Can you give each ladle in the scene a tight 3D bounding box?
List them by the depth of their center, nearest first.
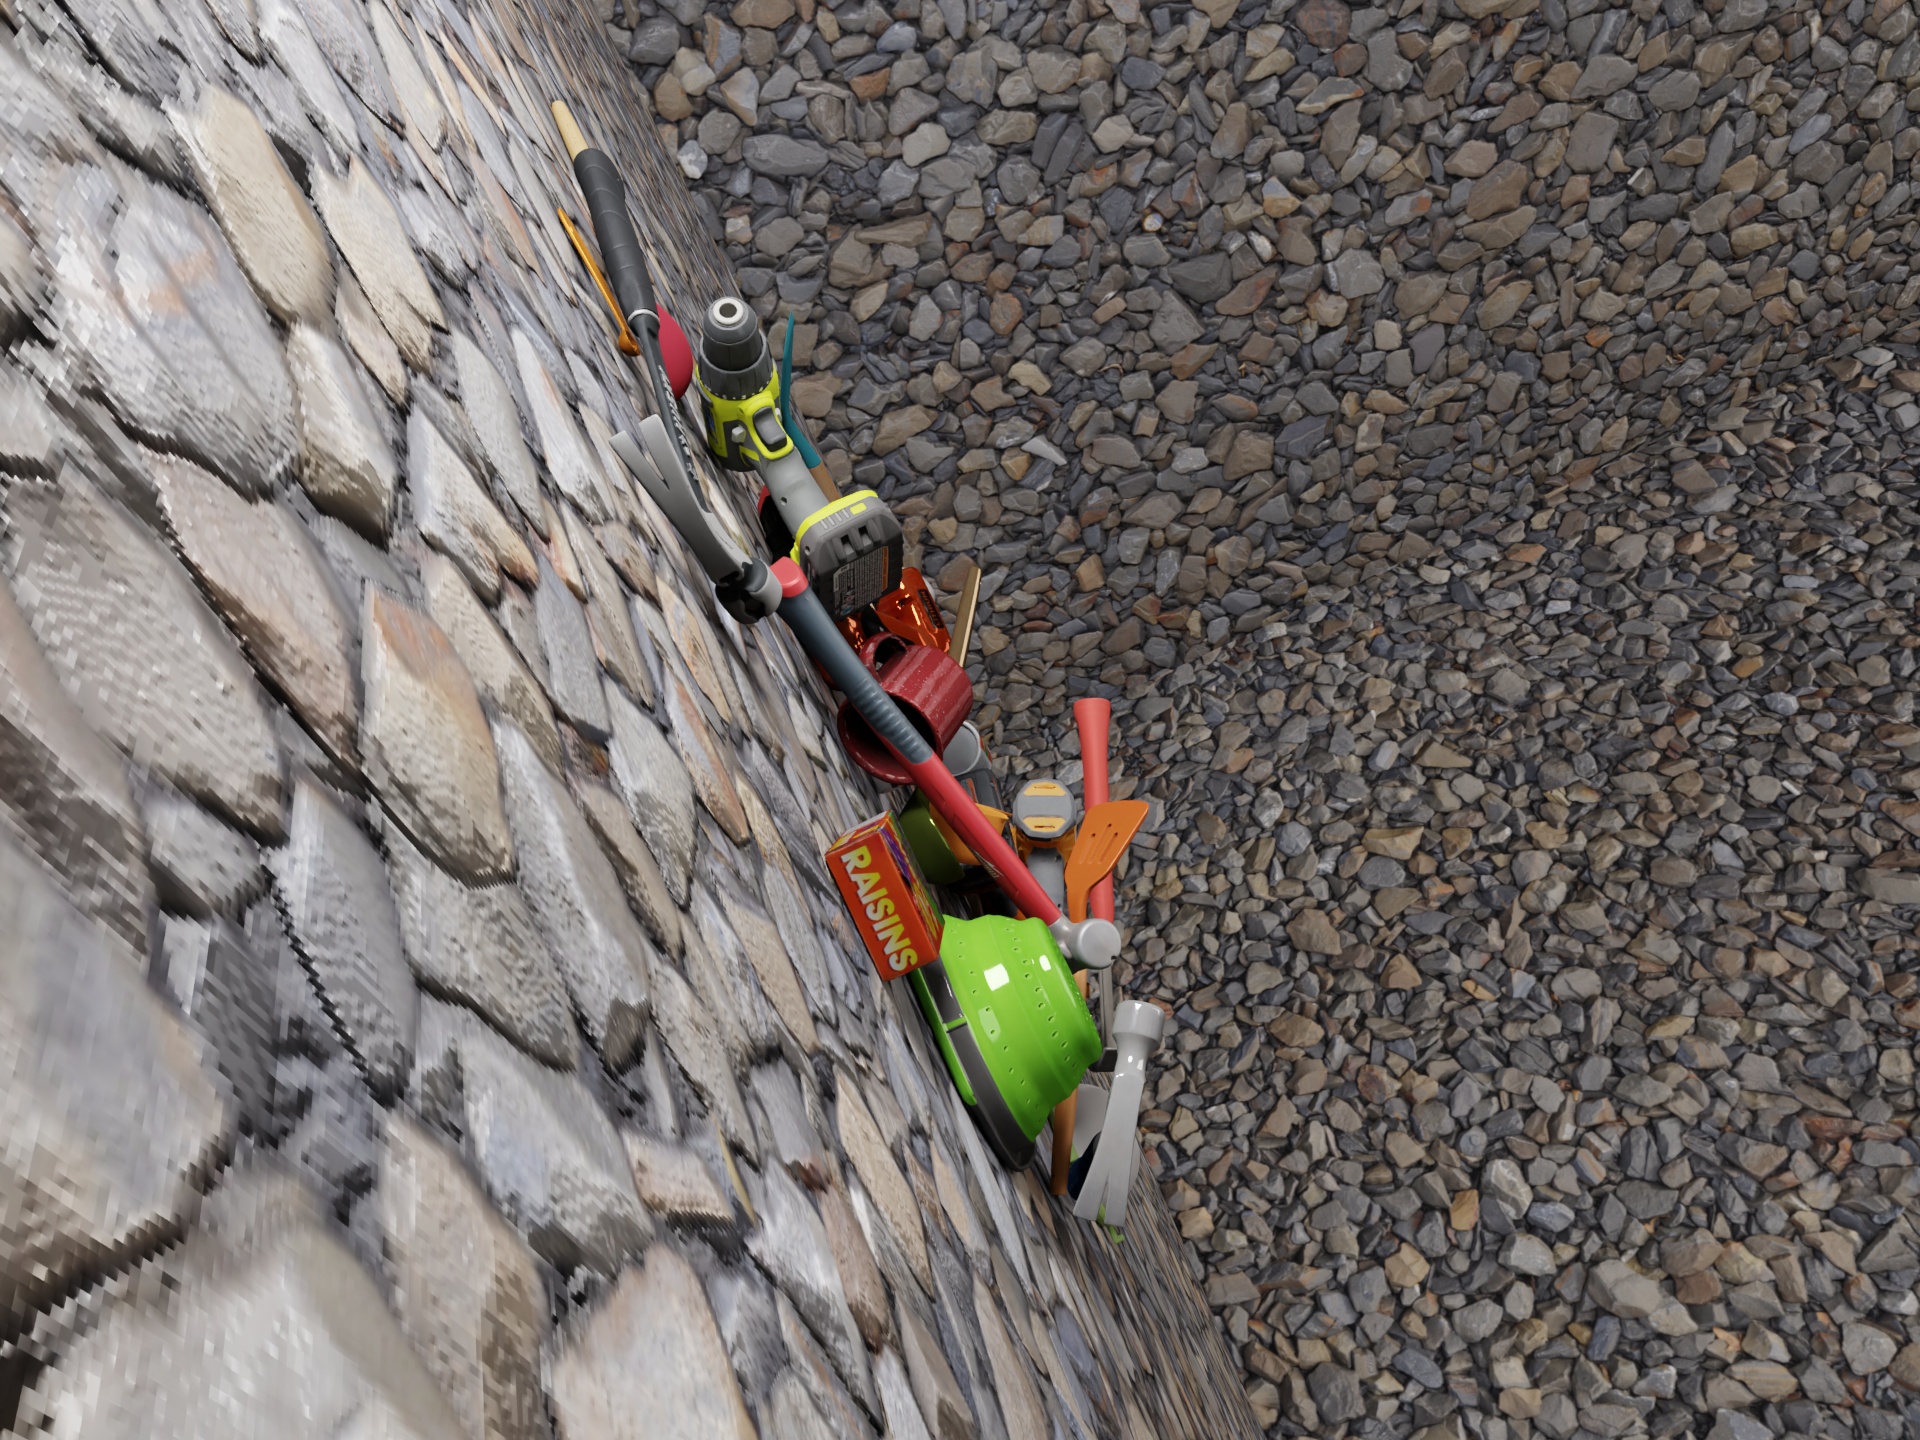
[{"bbox_3d":[-0.274,-0.386,1.277,0.069,0.031,0.316,67,-3,-68],"label":"ladle"},{"bbox_3d":[-0.002,-0.004,1.376,0.078,0.062,0.320,67,29,-53],"label":"ladle"}]

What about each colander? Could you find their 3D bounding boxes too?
[{"bbox_3d":[0.051,0.227,1.213,0.396,0.094,0.205,58,7,-74],"label":"colander"}]

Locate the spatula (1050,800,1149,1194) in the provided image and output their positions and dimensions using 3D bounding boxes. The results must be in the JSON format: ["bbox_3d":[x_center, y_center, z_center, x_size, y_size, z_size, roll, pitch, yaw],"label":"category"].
[{"bbox_3d":[0.102,0.222,1.301,0.081,0.041,0.323,-9,-109,56],"label":"spatula"}]

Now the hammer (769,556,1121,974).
[{"bbox_3d":[-0.031,0.041,1.217,0.386,0.038,0.143,52,-24,-8],"label":"hammer"}]

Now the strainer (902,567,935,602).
[{"bbox_3d":[-0.040,-0.051,1.521,0.086,0.050,0.258,10,70,-63],"label":"strainer"}]

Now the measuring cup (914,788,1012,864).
[{"bbox_3d":[0.009,0.103,1.486,0.173,0.095,0.052,17,90,-68],"label":"measuring cup"}]

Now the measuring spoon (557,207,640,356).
[{"bbox_3d":[-0.248,-0.296,1.079,0.117,0.011,0.021,61,7,5],"label":"measuring spoon"}]

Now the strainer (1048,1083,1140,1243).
[{"bbox_3d":[0.129,0.392,1.624,0.257,0.069,0.151,-109,174,-58],"label":"strainer"}]

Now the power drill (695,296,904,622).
[{"bbox_3d":[-0.135,-0.203,1.238,0.229,0.080,0.190,57,-14,16],"label":"power drill"}]

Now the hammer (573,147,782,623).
[{"bbox_3d":[-0.203,-0.246,1.017,0.149,0.036,0.409,57,9,-53],"label":"hammer"}]

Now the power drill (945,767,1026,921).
[{"bbox_3d":[0.026,0.135,1.675,0.226,0.084,0.164,62,12,-62],"label":"power drill"}]

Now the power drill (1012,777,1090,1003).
[{"bbox_3d":[0.080,0.192,1.496,0.185,0.084,0.226,82,9,-61],"label":"power drill"}]

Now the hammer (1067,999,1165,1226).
[{"bbox_3d":[0.109,0.333,1.224,0.405,0.035,0.144,89,15,-66],"label":"hammer"}]

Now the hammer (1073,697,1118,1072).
[{"bbox_3d":[0.134,0.150,1.514,0.149,0.036,0.359,103,-13,-72],"label":"hammer"}]

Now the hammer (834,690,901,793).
[{"bbox_3d":[-0.076,0.004,1.544,0.334,0.035,0.146,48,18,-84],"label":"hammer"}]

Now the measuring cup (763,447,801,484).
[{"bbox_3d":[-0.173,-0.196,1.614,0.083,0.038,0.168,65,17,-72],"label":"measuring cup"}]

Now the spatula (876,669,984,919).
[{"bbox_3d":[-0.033,0.088,1.749,0.060,0.018,0.316,-7,-70,54],"label":"spatula"}]

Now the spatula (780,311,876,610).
[{"bbox_3d":[-0.115,-0.218,1.471,0.082,0.044,0.317,-92,161,-53],"label":"spatula"}]
